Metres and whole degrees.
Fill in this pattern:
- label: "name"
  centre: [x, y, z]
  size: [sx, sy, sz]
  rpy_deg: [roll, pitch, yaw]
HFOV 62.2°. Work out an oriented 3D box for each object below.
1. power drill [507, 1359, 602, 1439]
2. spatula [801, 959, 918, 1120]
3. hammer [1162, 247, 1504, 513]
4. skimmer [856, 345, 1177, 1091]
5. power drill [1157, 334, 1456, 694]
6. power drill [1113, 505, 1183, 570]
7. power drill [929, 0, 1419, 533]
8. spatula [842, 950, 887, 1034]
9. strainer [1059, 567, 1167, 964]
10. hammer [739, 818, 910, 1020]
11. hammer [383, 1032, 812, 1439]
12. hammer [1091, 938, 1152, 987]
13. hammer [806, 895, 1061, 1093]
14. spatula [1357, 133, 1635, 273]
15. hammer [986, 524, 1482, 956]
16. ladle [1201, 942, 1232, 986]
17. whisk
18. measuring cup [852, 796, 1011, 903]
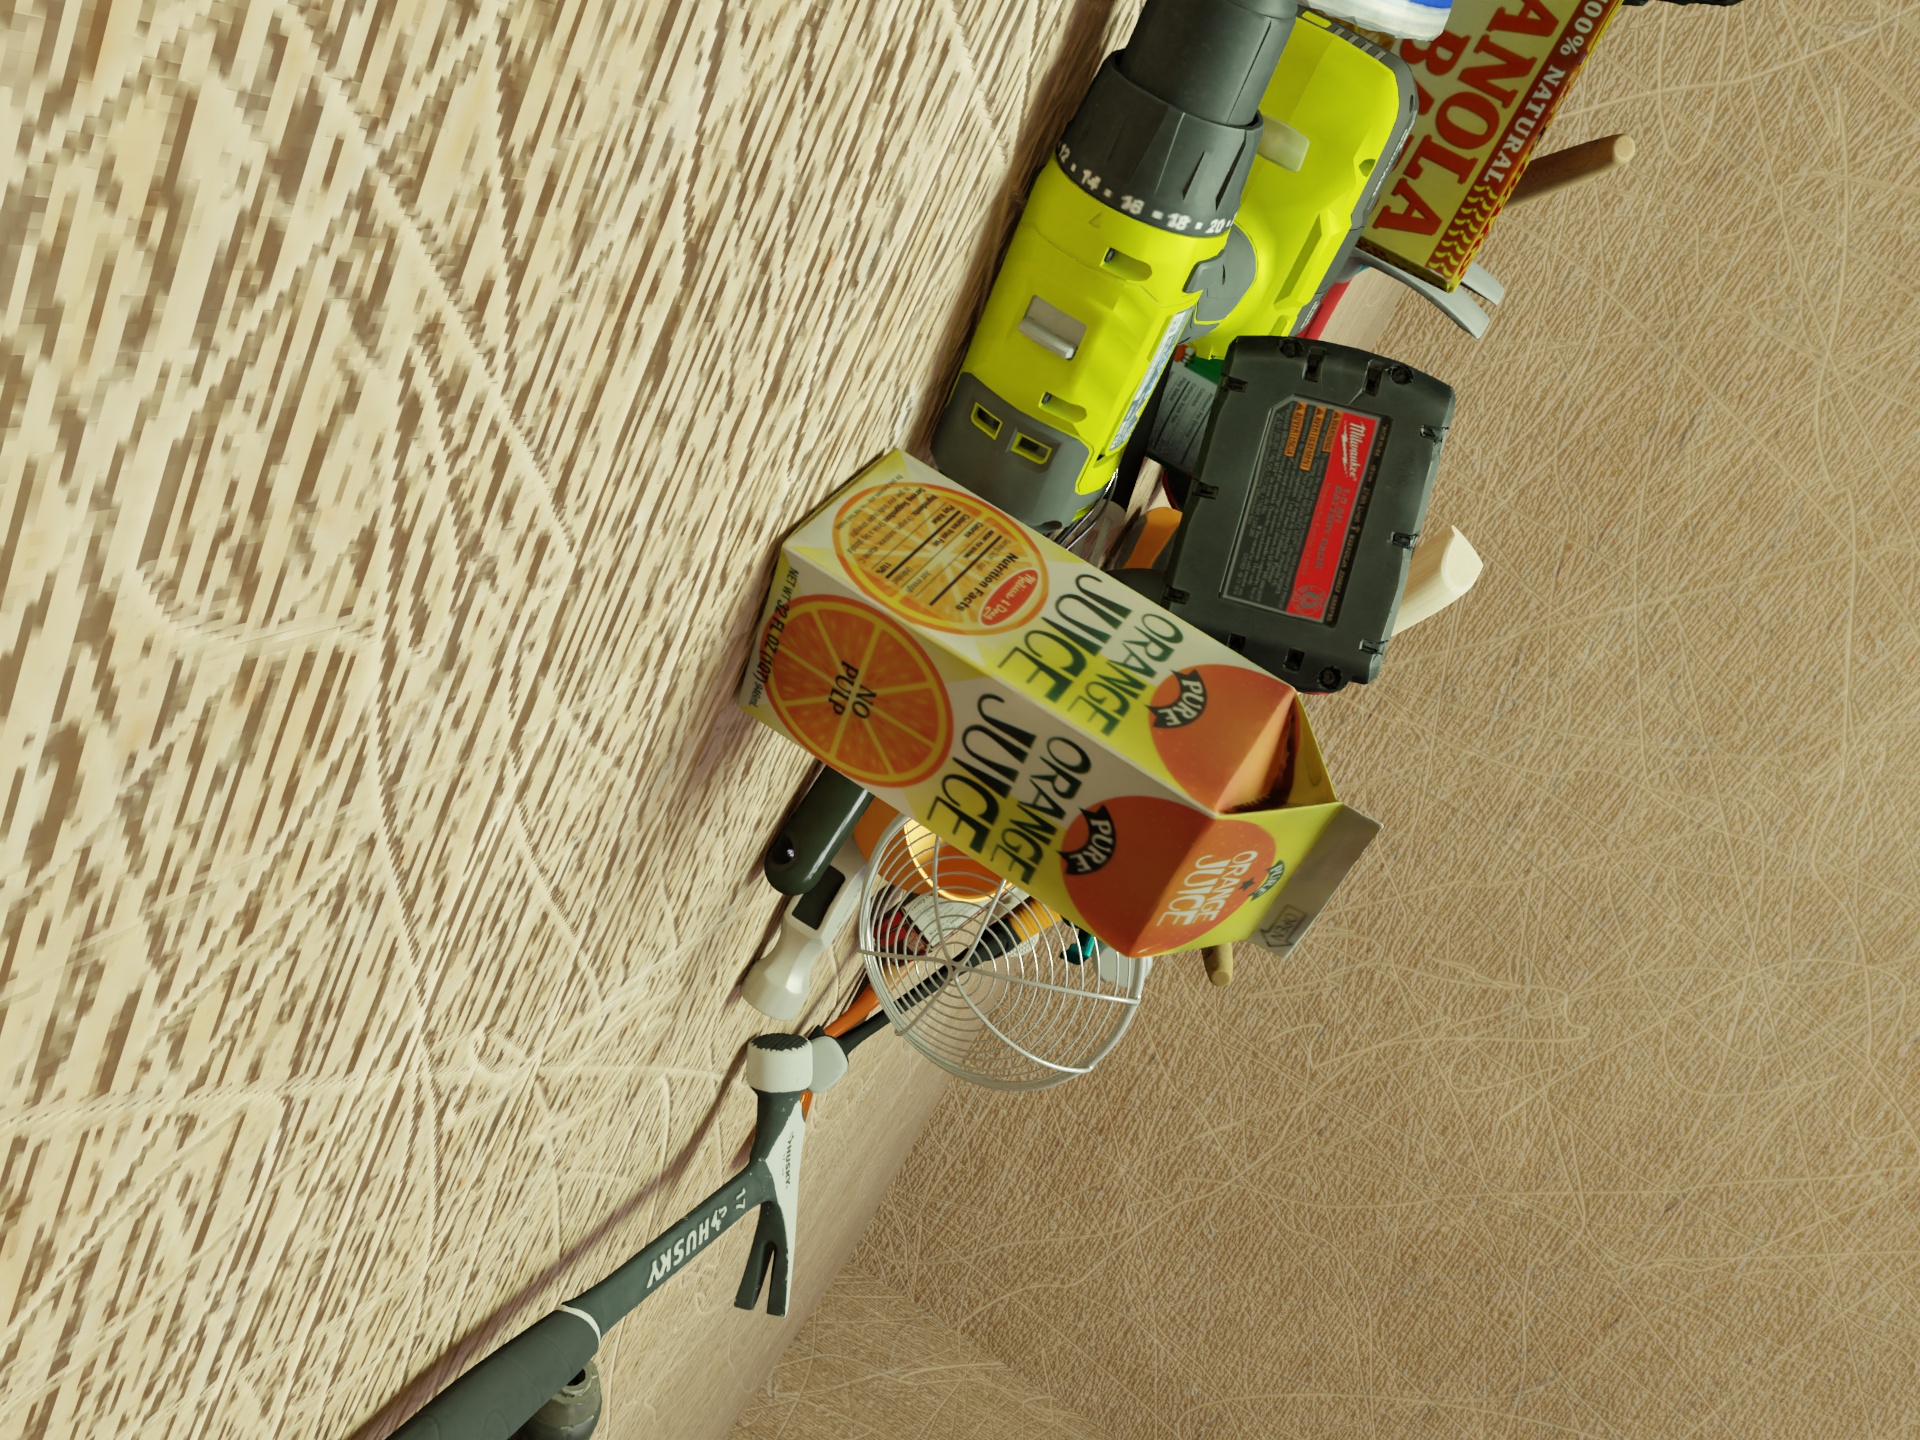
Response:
- label: "power drill"
  centre: [-0.241, 0.401, 0.698]
  size: [0.187, 0.080, 0.227]
  rpy_deg: [-63, 173, 25]
- label: "spatula"
  centre: [-0.036, 0.176, 1.102]
  size: [0.322, 0.041, 0.081]
  rpy_deg: [-49, 169, -7]
- label: "hammer"
  centre: [0.194, -0.195, 0.965]
  size: [0.038, 0.143, 0.386]
  rpy_deg: [-59, 175, -13]
- label: "skimmer"
  centre: [0.052, -0.024, 0.699]
  size: [0.090, 0.127, 0.363]
  rpy_deg: [58, 44, -52]
- label: "power drill"
  centre: [0.129, -0.079, 0.634]
  size: [0.219, 0.078, 0.143]
  rpy_deg: [-15, 120, -83]
- label: "power drill"
  centre: [0.145, -0.076, 1.034]
  size: [0.185, 0.084, 0.226]
  rpy_deg: [-65, -175, -10]
- label: "power drill"
  centre: [0.086, -0.184, 0.563]
  size: [0.228, 0.080, 0.190]
  rpy_deg: [-43, 163, -51]
- label: "spatula"
  centre: [-0.016, 0.101, 1.112]
  size: [0.316, 0.018, 0.060]
  rpy_deg: [-62, 166, 14]
- label: "strainer"
  centre: [0.053, -0.021, 0.925]
  size: [0.341, 0.095, 0.211]
  rpy_deg: [-97, -153, -70]
- label: "hammer"
  centre: [-0.029, 0.070, 0.899]
  size: [0.130, 0.031, 0.331]
  rpy_deg: [-60, 171, 10]
- label: "hammer"
  centre: [-0.159, 0.263, 0.696]
  size: [0.409, 0.036, 0.149]
  rpy_deg: [-15, 108, -71]
- label: "hammer"
  centre: [0.137, -0.031, 0.840]
  size: [0.146, 0.035, 0.334]
  rpy_deg: [-87, -163, -66]
- label: "hammer"
  centre: [0.043, 0.126, 1.006]
  size: [0.337, 0.034, 0.127]
  rpy_deg: [-33, 175, -3]
- label: "spatula"
  centre: [0.236, -0.264, 0.815]
  size: [0.082, 0.044, 0.318]
  rpy_deg: [-57, -166, 0]
- label: "hammer"
  centre: [0.170, 0.003, 1.077]
  size: [0.410, 0.038, 0.146]
  rpy_deg: [-40, -158, 25]
- label: "ladle"
  centre: [0.133, 0.060, 0.894]
  size: [0.069, 0.031, 0.316]
  rpy_deg: [-46, -167, 20]
- label: "whisk"
  centre: [-0.008, -0.030, 0.654]
  size: [0.059, 0.058, 0.246]
  rpy_deg: [28, 99, -46]
- label: "measuring cup"
  centre: [-0.001, -0.002, 0.742]
  size: [0.095, 0.052, 0.174]
  rpy_deg: [20, 75, -40]
